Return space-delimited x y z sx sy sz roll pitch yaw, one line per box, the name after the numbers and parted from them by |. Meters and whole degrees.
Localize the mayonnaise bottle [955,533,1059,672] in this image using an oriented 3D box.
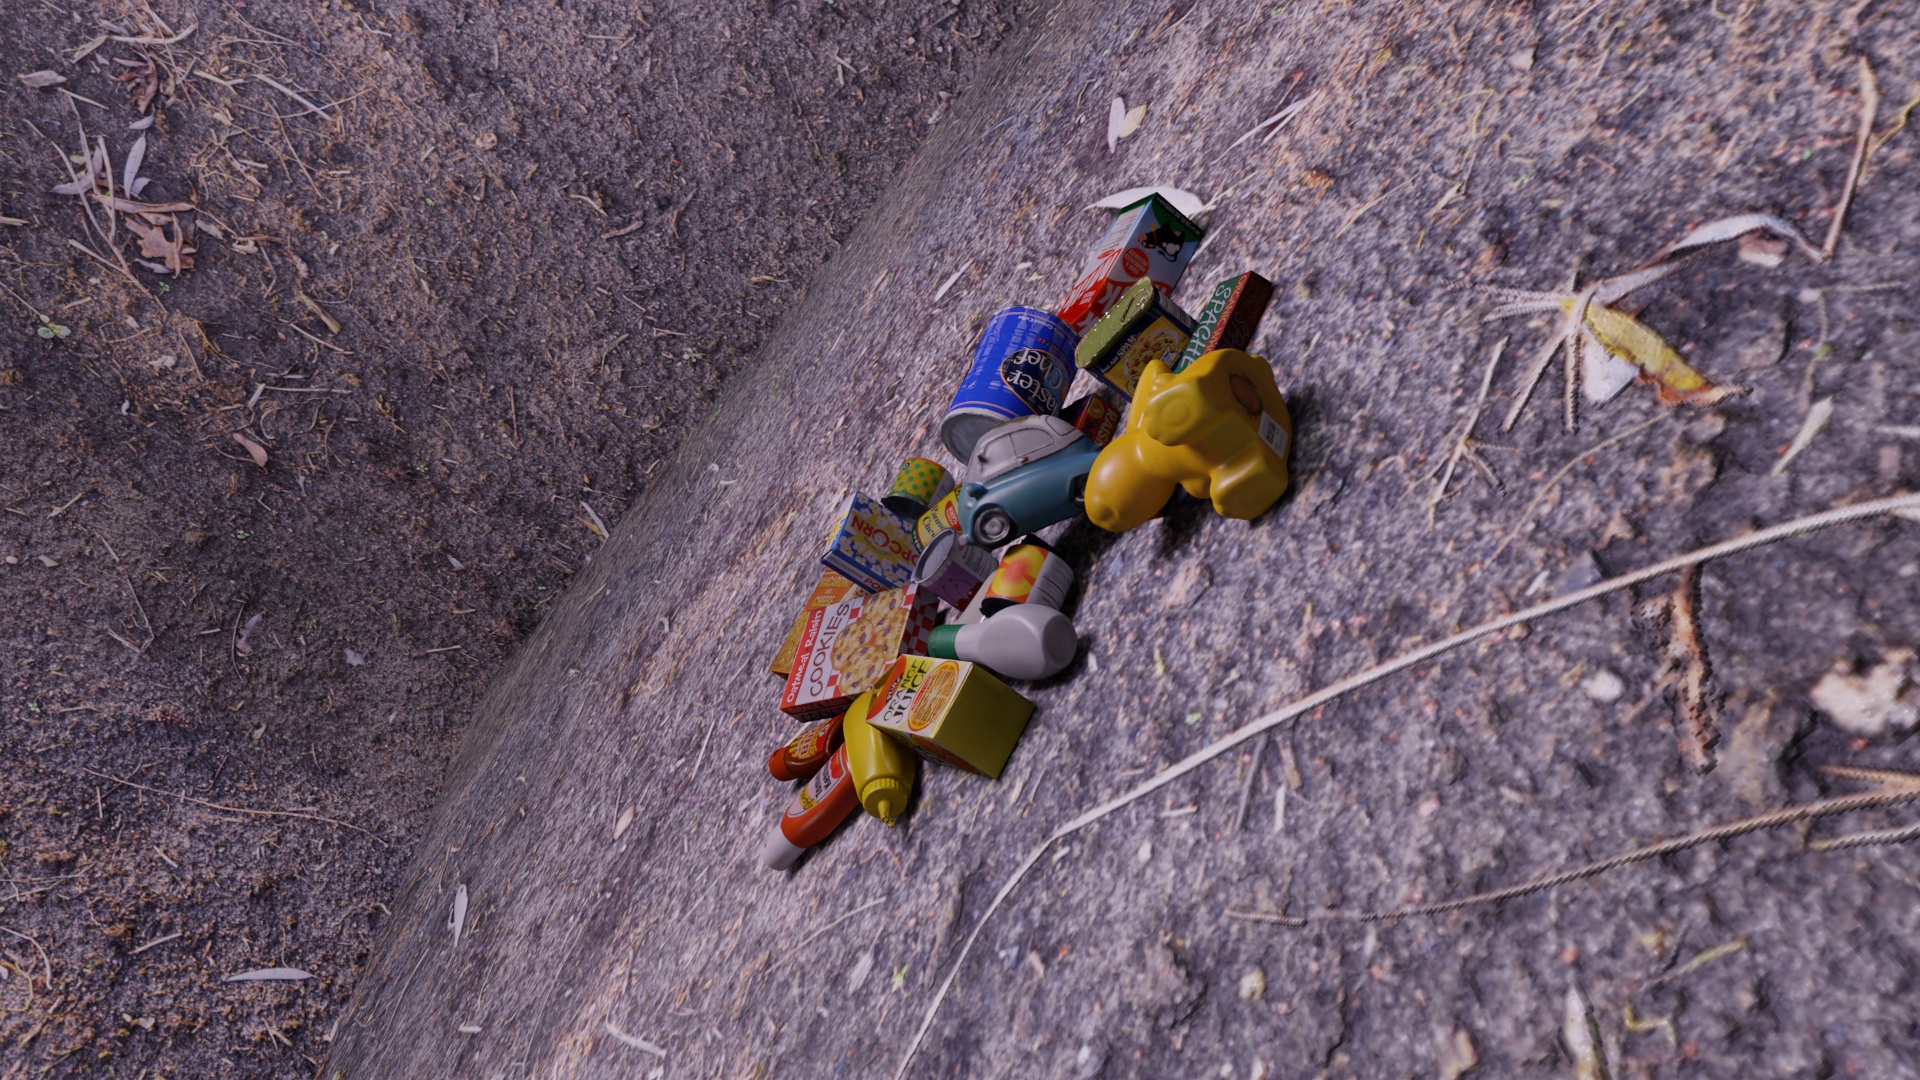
0.035 0.063 1.275 0.148 0.041 0.065 -54 24 -3 | mayonnaise bottle

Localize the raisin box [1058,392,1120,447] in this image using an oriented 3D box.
0.099 -0.076 1.354 0.086 0.040 0.124 -25 35 56 | raisin box

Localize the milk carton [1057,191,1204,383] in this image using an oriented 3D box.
0.167 -0.260 1.444 0.191 0.072 0.073 -59 20 -14 | milk carton

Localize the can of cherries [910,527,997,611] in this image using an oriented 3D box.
-0.006 0.031 1.393 0.071 0.058 0.072 -45 23 26 | can of cherries

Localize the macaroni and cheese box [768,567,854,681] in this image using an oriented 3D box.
-0.155 0.094 1.655 0.167 0.040 0.123 -61 20 -15 | macaroni and cheese box

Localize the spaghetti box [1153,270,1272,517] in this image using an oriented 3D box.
0.204 -0.130 1.215 0.050 0.028 0.251 -12 47 61 | spaghetti box

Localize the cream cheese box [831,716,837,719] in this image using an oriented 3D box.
-0.106 0.147 1.485 0.104 0.024 0.053 -60 22 -13 | cream cheese box

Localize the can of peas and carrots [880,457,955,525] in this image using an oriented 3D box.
-0.049 -0.056 1.609 0.070 0.071 0.059 -23 36 56 | can of peas and carrots

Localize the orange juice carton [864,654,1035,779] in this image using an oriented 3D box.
-0.021 0.150 1.215 0.073 0.072 0.192 -60 21 -15 | orange juice carton

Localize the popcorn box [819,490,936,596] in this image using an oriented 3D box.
-0.080 0.016 1.484 0.038 0.126 0.085 -40 24 44 | popcorn box

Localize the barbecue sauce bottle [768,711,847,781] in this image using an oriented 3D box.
-0.150 0.220 1.438 0.148 0.043 0.065 -29 23 51 | barbecue sauce bottle

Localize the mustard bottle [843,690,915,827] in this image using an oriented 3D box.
-0.072 0.204 1.261 0.048 0.065 0.161 -43 27 19 | mustard bottle

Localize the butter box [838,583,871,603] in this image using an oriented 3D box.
-0.123 0.097 1.558 0.103 0.053 0.024 -51 17 8 | butter box

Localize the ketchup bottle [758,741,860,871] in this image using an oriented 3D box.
-0.138 0.261 1.346 0.148 0.043 0.065 -49 23 19 | ketchup bottle

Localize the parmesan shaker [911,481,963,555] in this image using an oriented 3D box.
0.005 -0.018 1.439 0.102 0.071 0.072 -38 26 40 | parmesan shaker

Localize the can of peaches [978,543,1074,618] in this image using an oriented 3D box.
0.057 0.044 1.213 0.071 0.071 0.058 -20 39 58 | can of peaches

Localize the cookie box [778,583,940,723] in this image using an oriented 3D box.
-0.105 0.119 1.441 0.167 0.040 0.123 -16 47 40 | cookie box

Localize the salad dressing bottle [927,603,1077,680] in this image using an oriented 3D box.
0.032 0.087 1.182 0.044 0.064 0.147 -25 12 -41 | salad dressing bottle

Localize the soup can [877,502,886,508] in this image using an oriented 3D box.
-0.108 -0.010 1.680 0.071 0.071 0.083 -59 21 -12 | soup can
